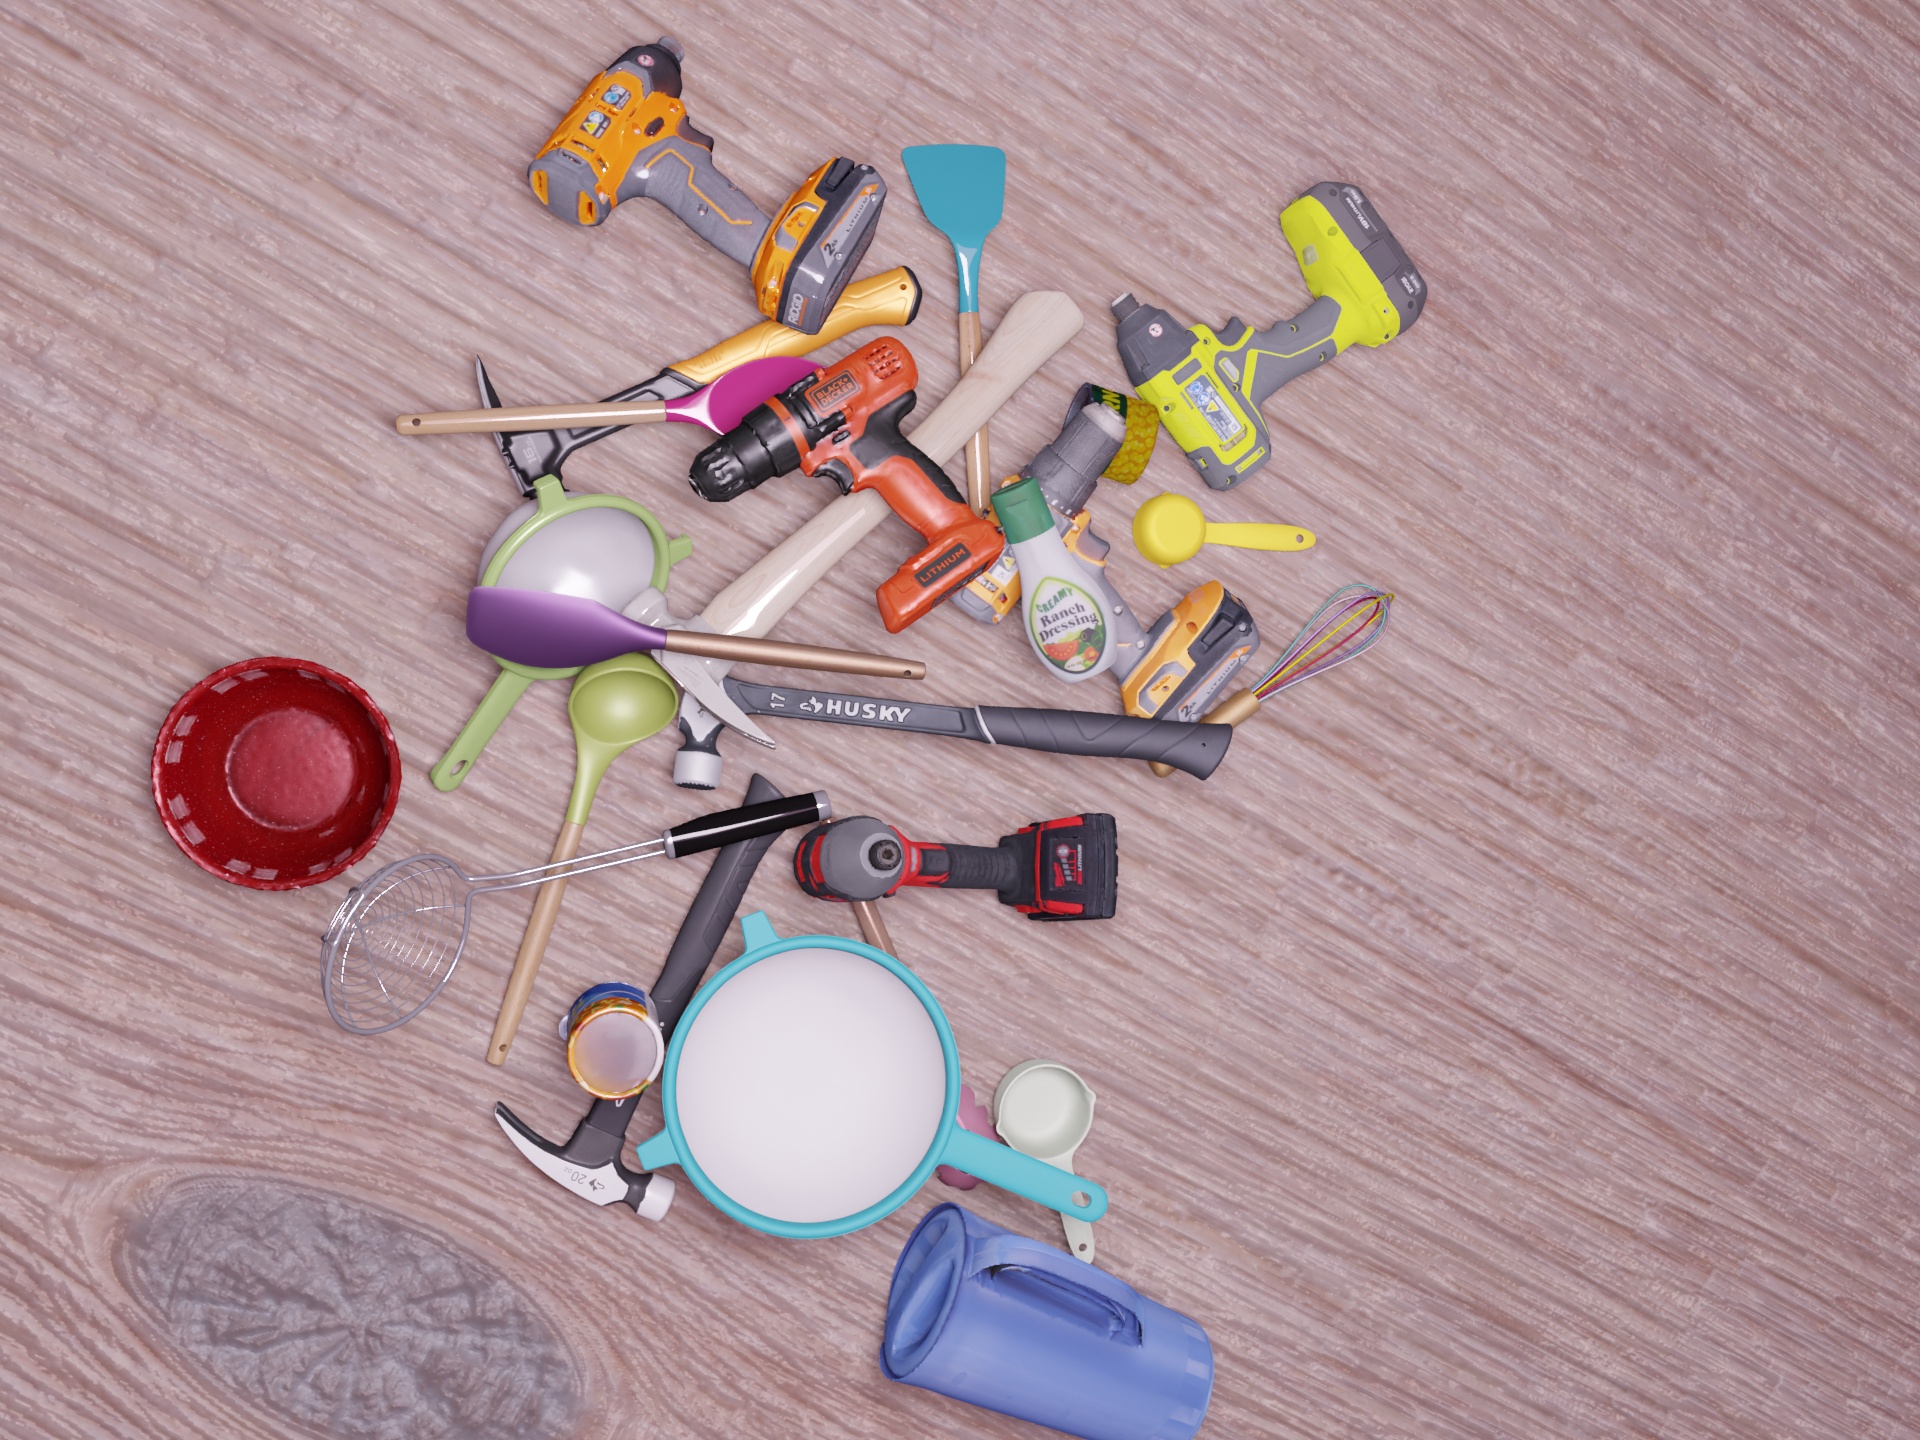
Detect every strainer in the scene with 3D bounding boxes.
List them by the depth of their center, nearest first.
[{"bbox_3d":[-0.318,-0.066,1.144,0.069,0.151,0.256,43,103,32],"label":"strainer"},{"bbox_3d":[-0.054,0.288,1.172,0.340,0.095,0.211,25,81,-9],"label":"strainer"}]

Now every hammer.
[{"bbox_3d":[-0.052,-0.163,1.171,0.146,0.038,0.410,45,80,2],"label":"hammer"},{"bbox_3d":[-0.186,-0.269,1.182,0.337,0.034,0.127,-25,98,-11],"label":"hammer"},{"bbox_3d":[-0.002,-0.004,1.183,0.409,0.036,0.149,6,79,-1],"label":"hammer"},{"bbox_3d":[-0.217,0.194,1.187,0.146,0.035,0.335,27,85,-13],"label":"hammer"}]

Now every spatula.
[{"bbox_3d":[-0.179,-0.051,1.103,0.315,0.018,0.059,6,121,-13],"label":"spatula"},{"bbox_3d":[0.007,-0.288,1.232,0.082,0.044,0.317,-5,97,-13],"label":"spatula"}]

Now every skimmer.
[{"bbox_3d":[-0.256,0.120,1.109,0.363,0.090,0.127,-14,129,-17],"label":"skimmer"}]

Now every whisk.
[{"bbox_3d":[0.252,-0.033,1.283,0.245,0.047,0.051,-35,100,-6],"label":"whisk"}]

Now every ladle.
[{"bbox_3d":[-0.286,0.102,1.159,0.078,0.062,0.320,19,90,-32],"label":"ladle"}]

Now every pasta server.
[{"bbox_3d":[-0.043,0.221,1.233,0.060,0.040,0.316,-23,92,-11],"label":"pasta server"}]

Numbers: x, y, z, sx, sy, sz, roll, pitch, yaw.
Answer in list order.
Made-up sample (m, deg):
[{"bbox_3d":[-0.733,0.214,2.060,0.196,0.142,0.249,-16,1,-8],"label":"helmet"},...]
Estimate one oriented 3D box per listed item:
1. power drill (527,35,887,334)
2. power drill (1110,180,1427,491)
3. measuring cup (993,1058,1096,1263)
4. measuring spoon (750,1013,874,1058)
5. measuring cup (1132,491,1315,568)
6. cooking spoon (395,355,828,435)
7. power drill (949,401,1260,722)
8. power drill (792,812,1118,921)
[{"bbox_3d":[-0.172,-0.394,1.147,0.226,0.084,0.164,27,67,-4],"label":"power drill"},{"bbox_3d":[0.239,-0.314,1.256,0.223,0.080,0.171,-39,99,-6],"label":"power drill"},{"bbox_3d":[0.075,0.347,1.256,0.083,0.038,0.167,-17,97,-12],"label":"measuring cup"},{"bbox_3d":[-0.121,0.245,1.217,0.124,0.018,0.034,-9,94,-11],"label":"measuring spoon"},{"bbox_3d":[0.216,-0.151,1.276,0.156,0.029,0.062,2,91,-11],"label":"measuring cup"},{"bbox_3d":[-0.239,-0.222,1.145,0.319,0.017,0.069,-6,95,-14],"label":"cooking spoon"},{"bbox_3d":[0.121,-0.113,1.208,0.226,0.084,0.185,35,106,-11],"label":"power drill"},{"bbox_3d":[-0.001,0.105,1.168,0.219,0.143,0.078,4,80,-21],"label":"power drill"}]
